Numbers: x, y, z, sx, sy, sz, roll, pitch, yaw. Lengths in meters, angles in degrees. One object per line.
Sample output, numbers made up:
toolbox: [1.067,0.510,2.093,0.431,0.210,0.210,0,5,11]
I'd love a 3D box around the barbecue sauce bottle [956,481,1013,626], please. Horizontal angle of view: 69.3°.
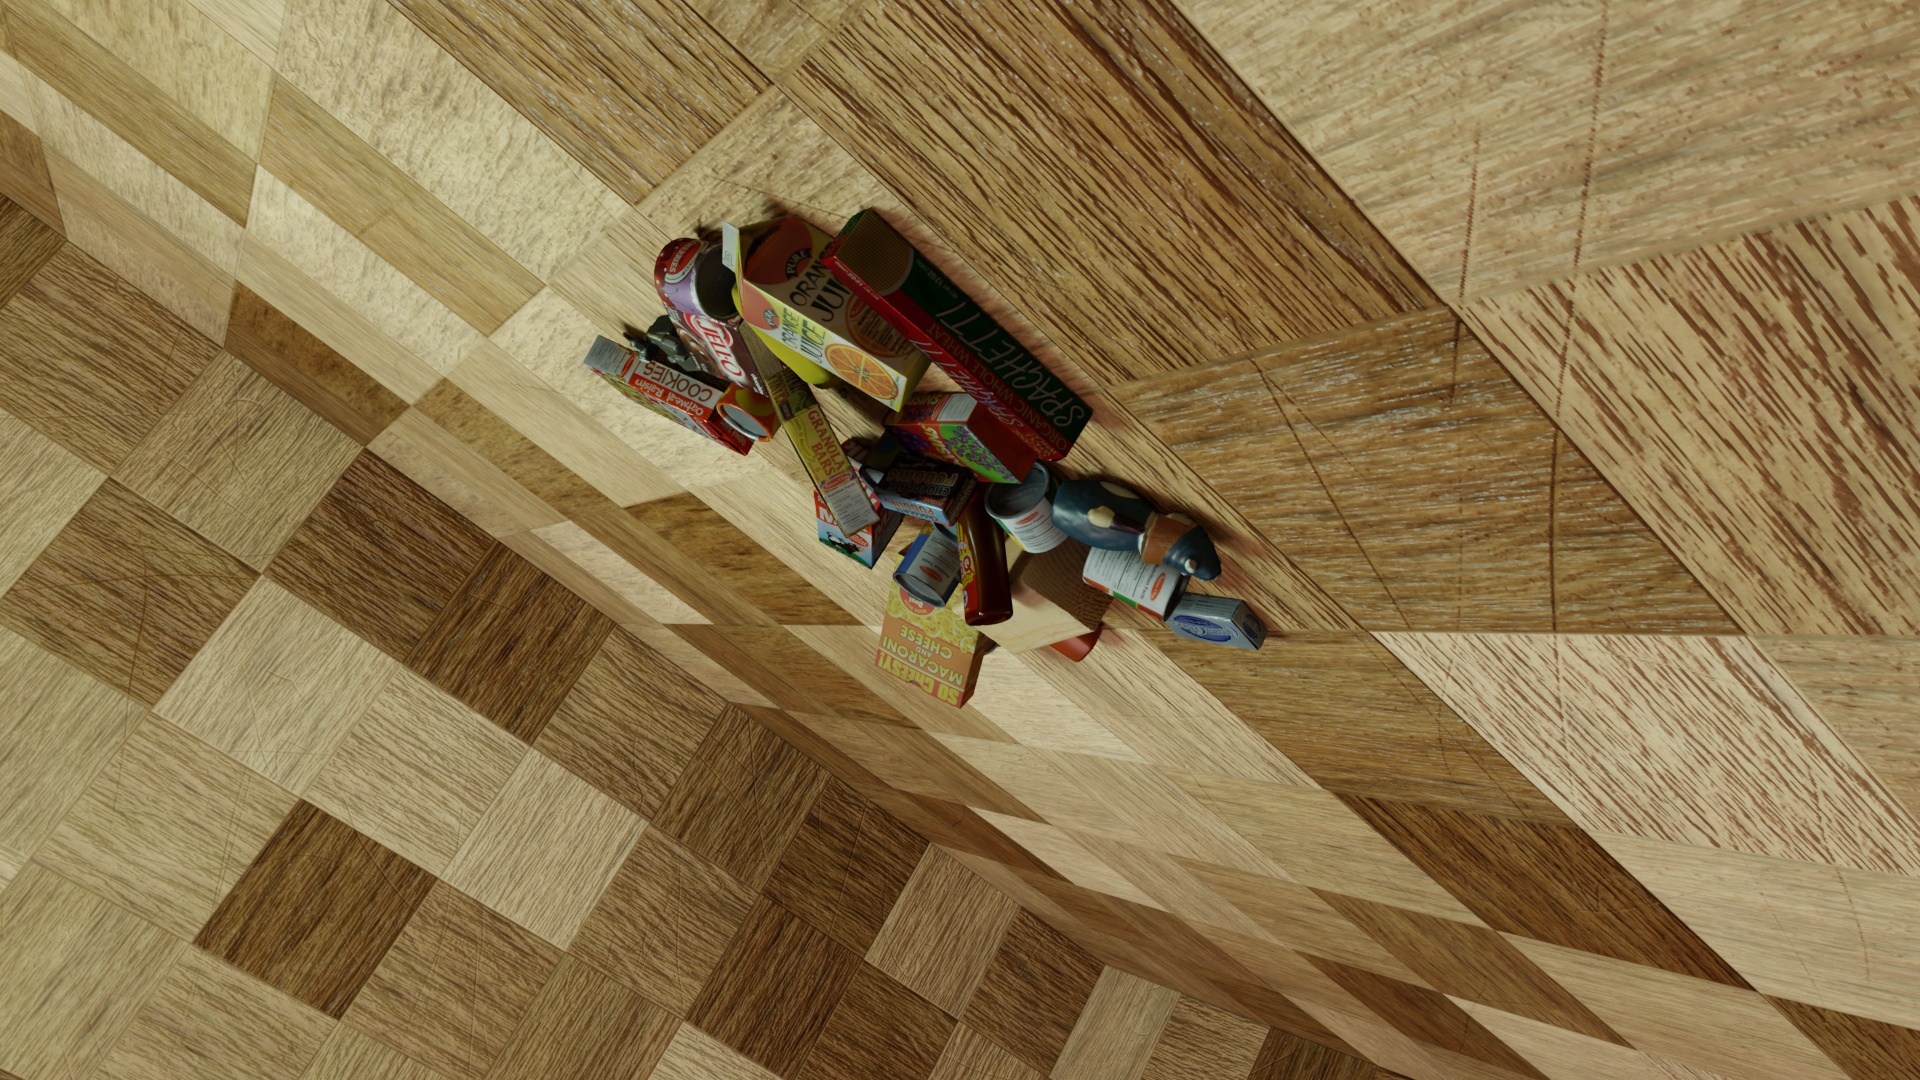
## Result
barbecue sauce bottle: [0.019,0.003,1.299,0.044,0.149,0.064,-3,167,-13]

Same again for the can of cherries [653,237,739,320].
can of cherries: [-0.224,-0.229,1.205,0.058,0.072,0.071,18,157,37]

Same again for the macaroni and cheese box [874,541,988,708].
macaroni and cheese box: [-0.029,0.101,1.629,0.124,0.040,0.165,25,122,19]

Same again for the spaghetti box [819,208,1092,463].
spaghetti box: [0.002,-0.154,1.074,0.249,0.050,0.028,39,160,-22]

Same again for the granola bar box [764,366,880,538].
granola bar box: [-0.131,-0.086,1.287,0.124,0.039,0.166,63,177,-23]

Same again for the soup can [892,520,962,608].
soup can: [-0.025,0.021,1.496,0.071,0.084,0.071,28,160,11]

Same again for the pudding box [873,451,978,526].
pudding box: [-0.032,-0.047,1.268,0.084,0.050,0.030,17,154,35]

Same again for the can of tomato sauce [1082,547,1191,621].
can of tomato sauce: [0.162,0.026,1.255,0.083,0.071,0.071,26,160,17]

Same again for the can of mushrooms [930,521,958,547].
can of mushrooms: [0.005,-0.018,1.432,0.071,0.033,0.070,27,160,11]

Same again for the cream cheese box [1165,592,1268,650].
cream cheese box: [0.236,0.075,1.326,0.104,0.024,0.053,7,150,50]

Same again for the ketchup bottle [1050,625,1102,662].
ketchup bottle: [0.081,0.078,1.538,0.149,0.044,0.064,32,156,-2]

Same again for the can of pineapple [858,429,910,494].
can of pineapple: [-0.058,-0.074,1.351,0.071,0.058,0.070,28,160,11]

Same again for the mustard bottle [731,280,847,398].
mustard bottle: [-0.139,-0.179,1.229,0.065,0.049,0.159,17,158,35]

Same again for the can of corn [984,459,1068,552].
can of corn: [0.064,-0.033,1.260,0.071,0.071,0.058,13,155,42]

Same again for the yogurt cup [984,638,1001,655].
yogurt cup: [0.015,0.108,1.686,0.072,0.072,0.054,34,169,-6]

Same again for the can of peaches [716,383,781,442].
can of peaches: [-0.204,-0.142,1.405,0.071,0.058,0.071,28,161,11]

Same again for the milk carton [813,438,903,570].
milk carton: [-0.106,-0.044,1.474,0.072,0.074,0.190,29,161,7]

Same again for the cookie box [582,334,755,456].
cookie box: [-0.314,-0.157,1.525,0.167,0.040,0.122,26,173,16]

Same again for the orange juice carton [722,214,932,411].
orange juice carton: [-0.110,-0.191,1.115,0.193,0.073,0.071,31,161,3]

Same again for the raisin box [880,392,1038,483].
raisin box: [-0.001,-0.093,1.248,0.123,0.040,0.086,5,149,50]
